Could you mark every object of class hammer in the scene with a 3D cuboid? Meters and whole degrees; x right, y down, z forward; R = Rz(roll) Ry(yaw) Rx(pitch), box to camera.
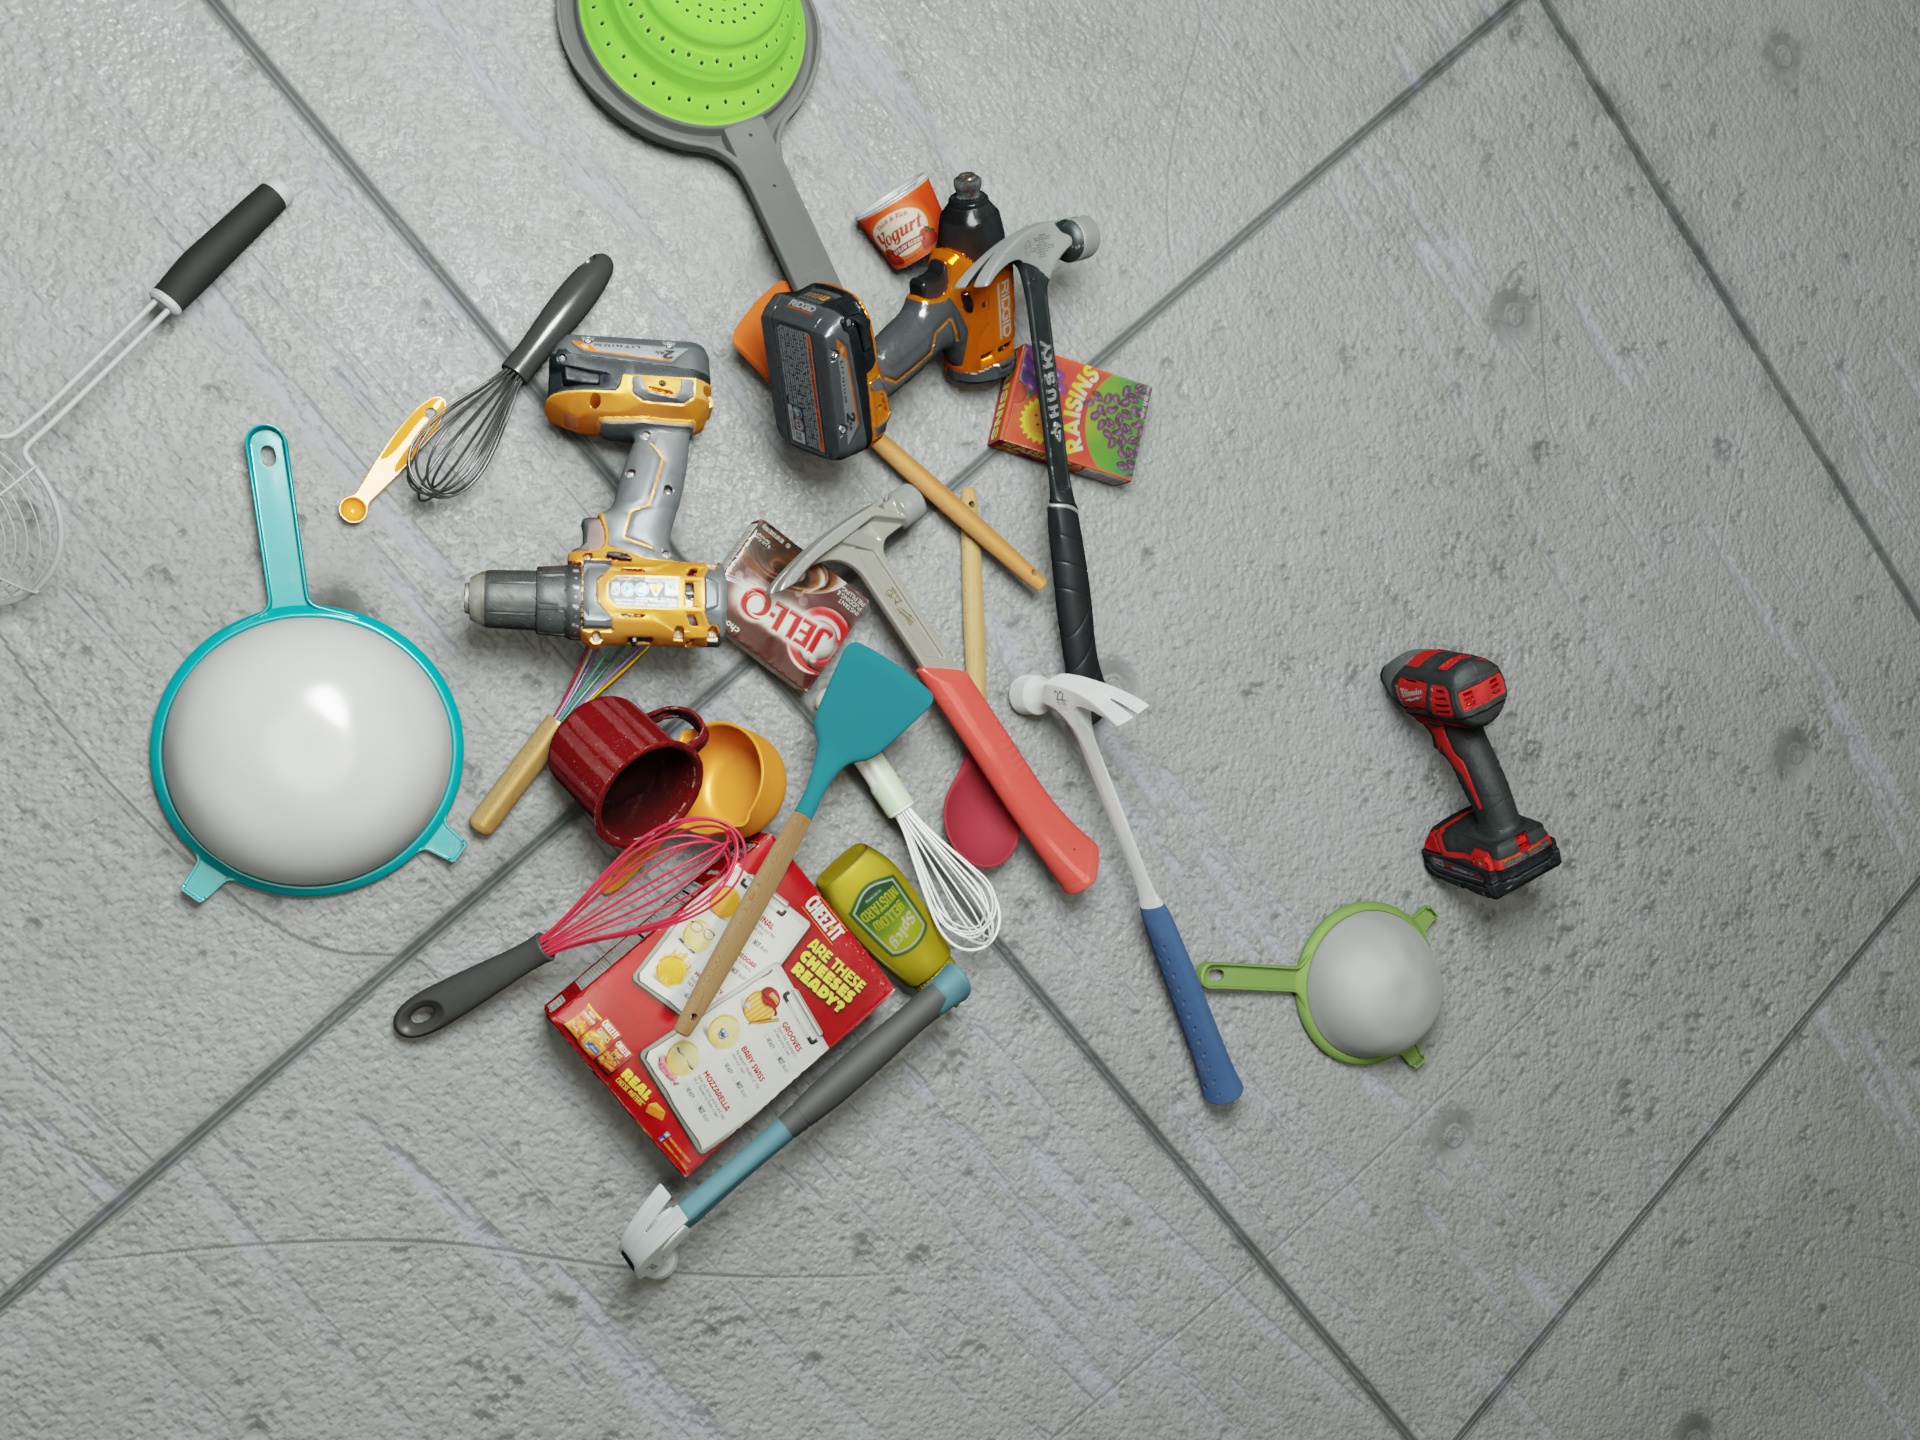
[{"bbox_3d":[0.160,0.146,1.335,0.035,0.144,0.405,-31,107,-27],"label":"hammer"},{"bbox_3d":[-0.002,-0.004,1.277,0.149,0.037,0.359,-40,105,-25],"label":"hammer"},{"bbox_3d":[0.079,-0.188,1.283,0.149,0.036,0.408,-28,117,-43],"label":"hammer"},{"bbox_3d":[-0.123,0.304,1.221,0.331,0.128,0.033,-39,71,-14],"label":"hammer"}]

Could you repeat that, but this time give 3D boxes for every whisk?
[{"bbox_3d":[-0.332,-0.258,1.186,0.055,0.055,0.239,38,73,-16],"label":"whisk"},{"bbox_3d":[-0.287,0.155,1.165,0.296,0.073,0.073,-29,101,3],"label":"whisk"},{"bbox_3d":[-0.044,0.079,1.280,0.059,0.058,0.246,-34,91,-28],"label":"whisk"},{"bbox_3d":[-0.293,-0.018,1.205,0.047,0.051,0.245,37,83,-12],"label":"whisk"}]

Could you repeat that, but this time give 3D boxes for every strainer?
[{"bbox_3d":[0.334,0.236,1.417,0.256,0.069,0.151,6,88,-21],"label":"strainer"},{"bbox_3d":[-0.464,-0.041,1.111,0.211,0.095,0.340,-8,95,-20],"label":"strainer"}]

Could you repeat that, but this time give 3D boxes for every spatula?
[{"bbox_3d":[-0.048,-0.216,1.281,0.322,0.041,0.081,40,59,-11],"label":"spatula"},{"bbox_3d":[-0.128,0.092,1.190,0.082,0.044,0.318,35,70,-20],"label":"spatula"}]

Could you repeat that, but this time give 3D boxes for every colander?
[{"bbox_3d":[-0.160,-0.470,1.201,0.204,0.094,0.397,-27,95,-21],"label":"colander"}]

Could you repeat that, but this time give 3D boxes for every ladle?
[{"bbox_3d":[0.012,-0.036,1.321,0.069,0.031,0.315,-2,89,-24],"label":"ladle"}]

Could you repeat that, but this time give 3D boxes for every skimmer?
[{"bbox_3d":[-0.591,-0.237,1.099,0.127,0.090,0.363,39,68,-13],"label":"skimmer"}]

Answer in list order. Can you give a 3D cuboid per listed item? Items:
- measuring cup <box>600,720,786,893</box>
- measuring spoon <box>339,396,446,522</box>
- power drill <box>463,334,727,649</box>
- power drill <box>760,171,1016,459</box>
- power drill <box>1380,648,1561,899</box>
[{"bbox_3d":[-0.207,0.076,1.230,0.173,0.052,0.095,-44,65,11],"label":"measuring cup"},{"bbox_3d":[-0.418,-0.193,1.173,0.021,0.011,0.117,38,75,-18],"label":"measuring spoon"},{"bbox_3d":[-0.266,-0.163,1.166,0.185,0.084,0.226,0,78,-14],"label":"power drill"},{"bbox_3d":[-0.043,-0.311,1.212,0.226,0.084,0.164,-37,138,-35],"label":"power drill"},{"bbox_3d":[0.447,0.039,1.427,0.078,0.143,0.219,-25,105,-14],"label":"power drill"}]
